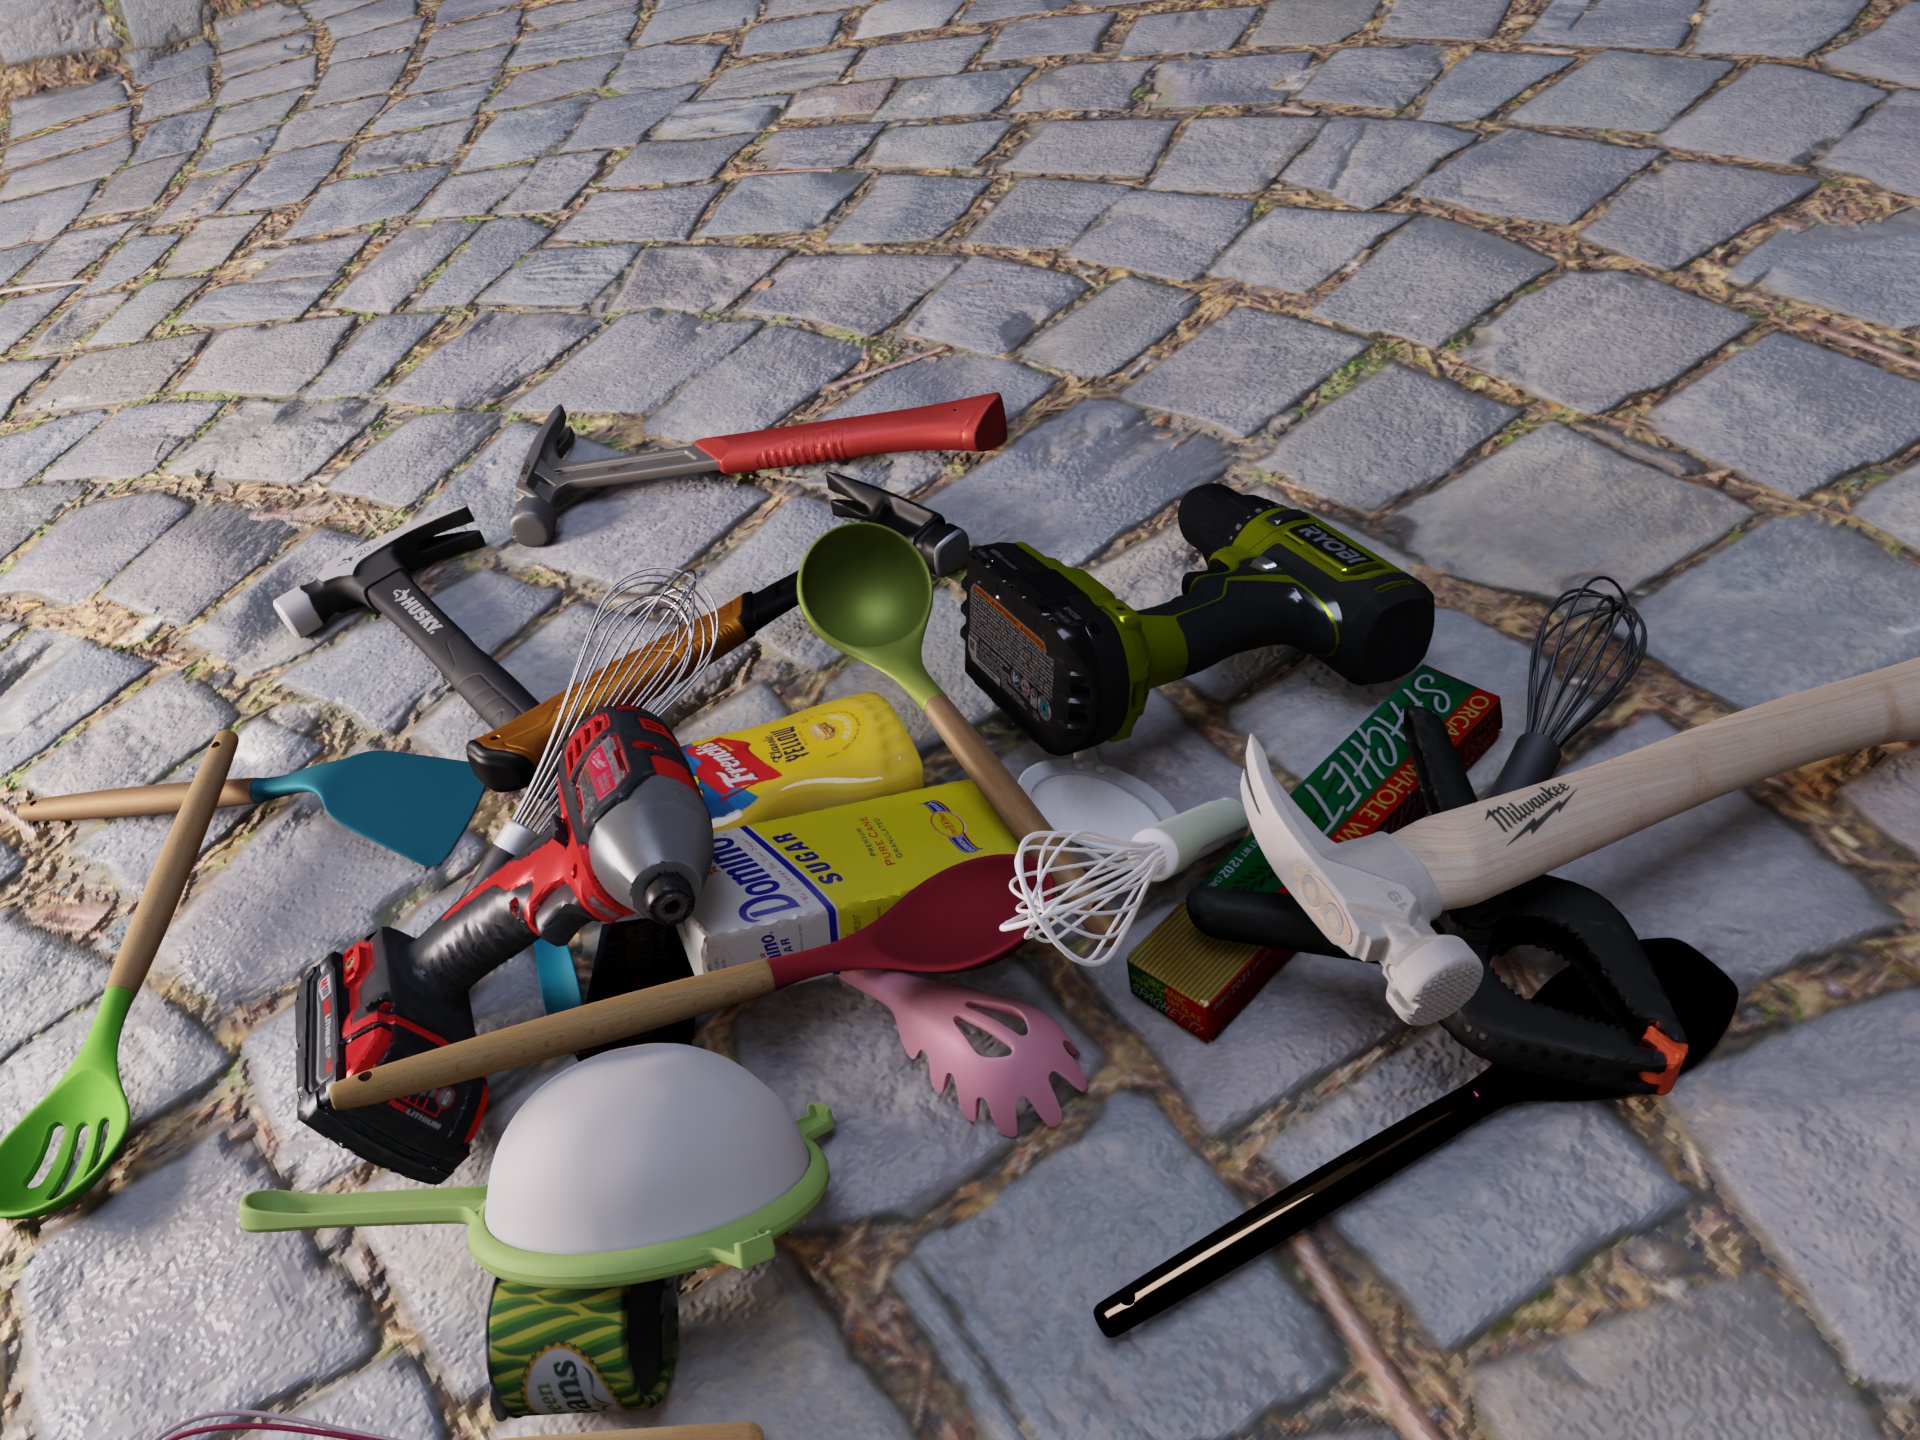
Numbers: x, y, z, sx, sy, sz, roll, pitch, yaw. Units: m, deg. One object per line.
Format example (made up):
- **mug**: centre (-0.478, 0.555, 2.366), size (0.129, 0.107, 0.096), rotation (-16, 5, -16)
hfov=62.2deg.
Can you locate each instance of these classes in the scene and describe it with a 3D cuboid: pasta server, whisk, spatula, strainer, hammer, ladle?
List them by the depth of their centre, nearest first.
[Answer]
- **whisk**: centre (-0.197, 0.282, 0.598), size (0.245, 0.047, 0.051), rotation (0, 3, -10)
- **strainer**: centre (-0.185, 0.178, 0.672), size (0.256, 0.069, 0.151), rotation (-5, 6, 6)
- **ladle**: centre (-0.106, 0.116, 0.684), size (0.315, 0.031, 0.069), rotation (-14, 31, -15)
- **whisk**: centre (0.084, 0.062, 0.712), size (0.058, 0.059, 0.246), rotation (-34, -11, 26)
- **hammer**: centre (0.329, 0.016, 0.727), size (0.410, 0.038, 0.146), rotation (-15, 45, -19)
- **whisk**: centre (0.289, 0.013, 0.796), size (0.055, 0.055, 0.239), rotation (18, 54, 31)
- **pasta server**: centre (-0.074, 0.119, 0.798), size (0.316, 0.040, 0.060), rotation (19, 51, 37)
- **ladle**: centre (-0.001, -0.003, 0.808), size (0.078, 0.062, 0.321), rotation (-17, 41, -19)
- **whisk**: centre (-0.218, 0.038, 0.853), size (0.070, 0.070, 0.285), rotation (23, 76, 34)
- **strainer**: centre (0.067, 0.011, 0.864), size (0.087, 0.050, 0.259), rotation (11, 35, -9)
- **spatula**: centre (-0.445, 0.053, 0.973), size (0.317, 0.044, 0.082), rotation (-4, 43, 18)
- **hammer**: centre (-0.154, -0.057, 0.973), size (0.337, 0.034, 0.127), rotation (-34, 46, -31)
- **hammer**: centre (-0.320, -0.042, 1.032), size (0.146, 0.035, 0.335), rotation (-36, 46, -21)
- **hammer**: centre (-0.145, -0.201, 1.156), size (0.359, 0.036, 0.149), rotation (-6, 42, 9)

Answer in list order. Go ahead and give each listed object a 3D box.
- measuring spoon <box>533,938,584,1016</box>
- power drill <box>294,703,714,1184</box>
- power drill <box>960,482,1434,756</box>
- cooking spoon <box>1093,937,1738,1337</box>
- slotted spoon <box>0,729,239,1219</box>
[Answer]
- **measuring spoon**: centre (-0.212, 0.124, 0.840), size (0.042, 0.021, 0.129), rotation (-28, 51, 3)
- **power drill**: centre (-0.204, 0.102, 0.740), size (0.219, 0.078, 0.143), rotation (-44, 36, 5)
- **power drill**: centre (0.118, -0.069, 0.883), size (0.228, 0.080, 0.191), rotation (-15, 36, -24)
- **cooking spoon**: centre (0.194, 0.173, 0.668), size (0.319, 0.017, 0.069), rotation (-26, 43, -14)
- **slotted spoon**: centre (-0.446, 0.127, 0.866), size (0.070, 0.031, 0.314), rotation (-6, 48, 8)
